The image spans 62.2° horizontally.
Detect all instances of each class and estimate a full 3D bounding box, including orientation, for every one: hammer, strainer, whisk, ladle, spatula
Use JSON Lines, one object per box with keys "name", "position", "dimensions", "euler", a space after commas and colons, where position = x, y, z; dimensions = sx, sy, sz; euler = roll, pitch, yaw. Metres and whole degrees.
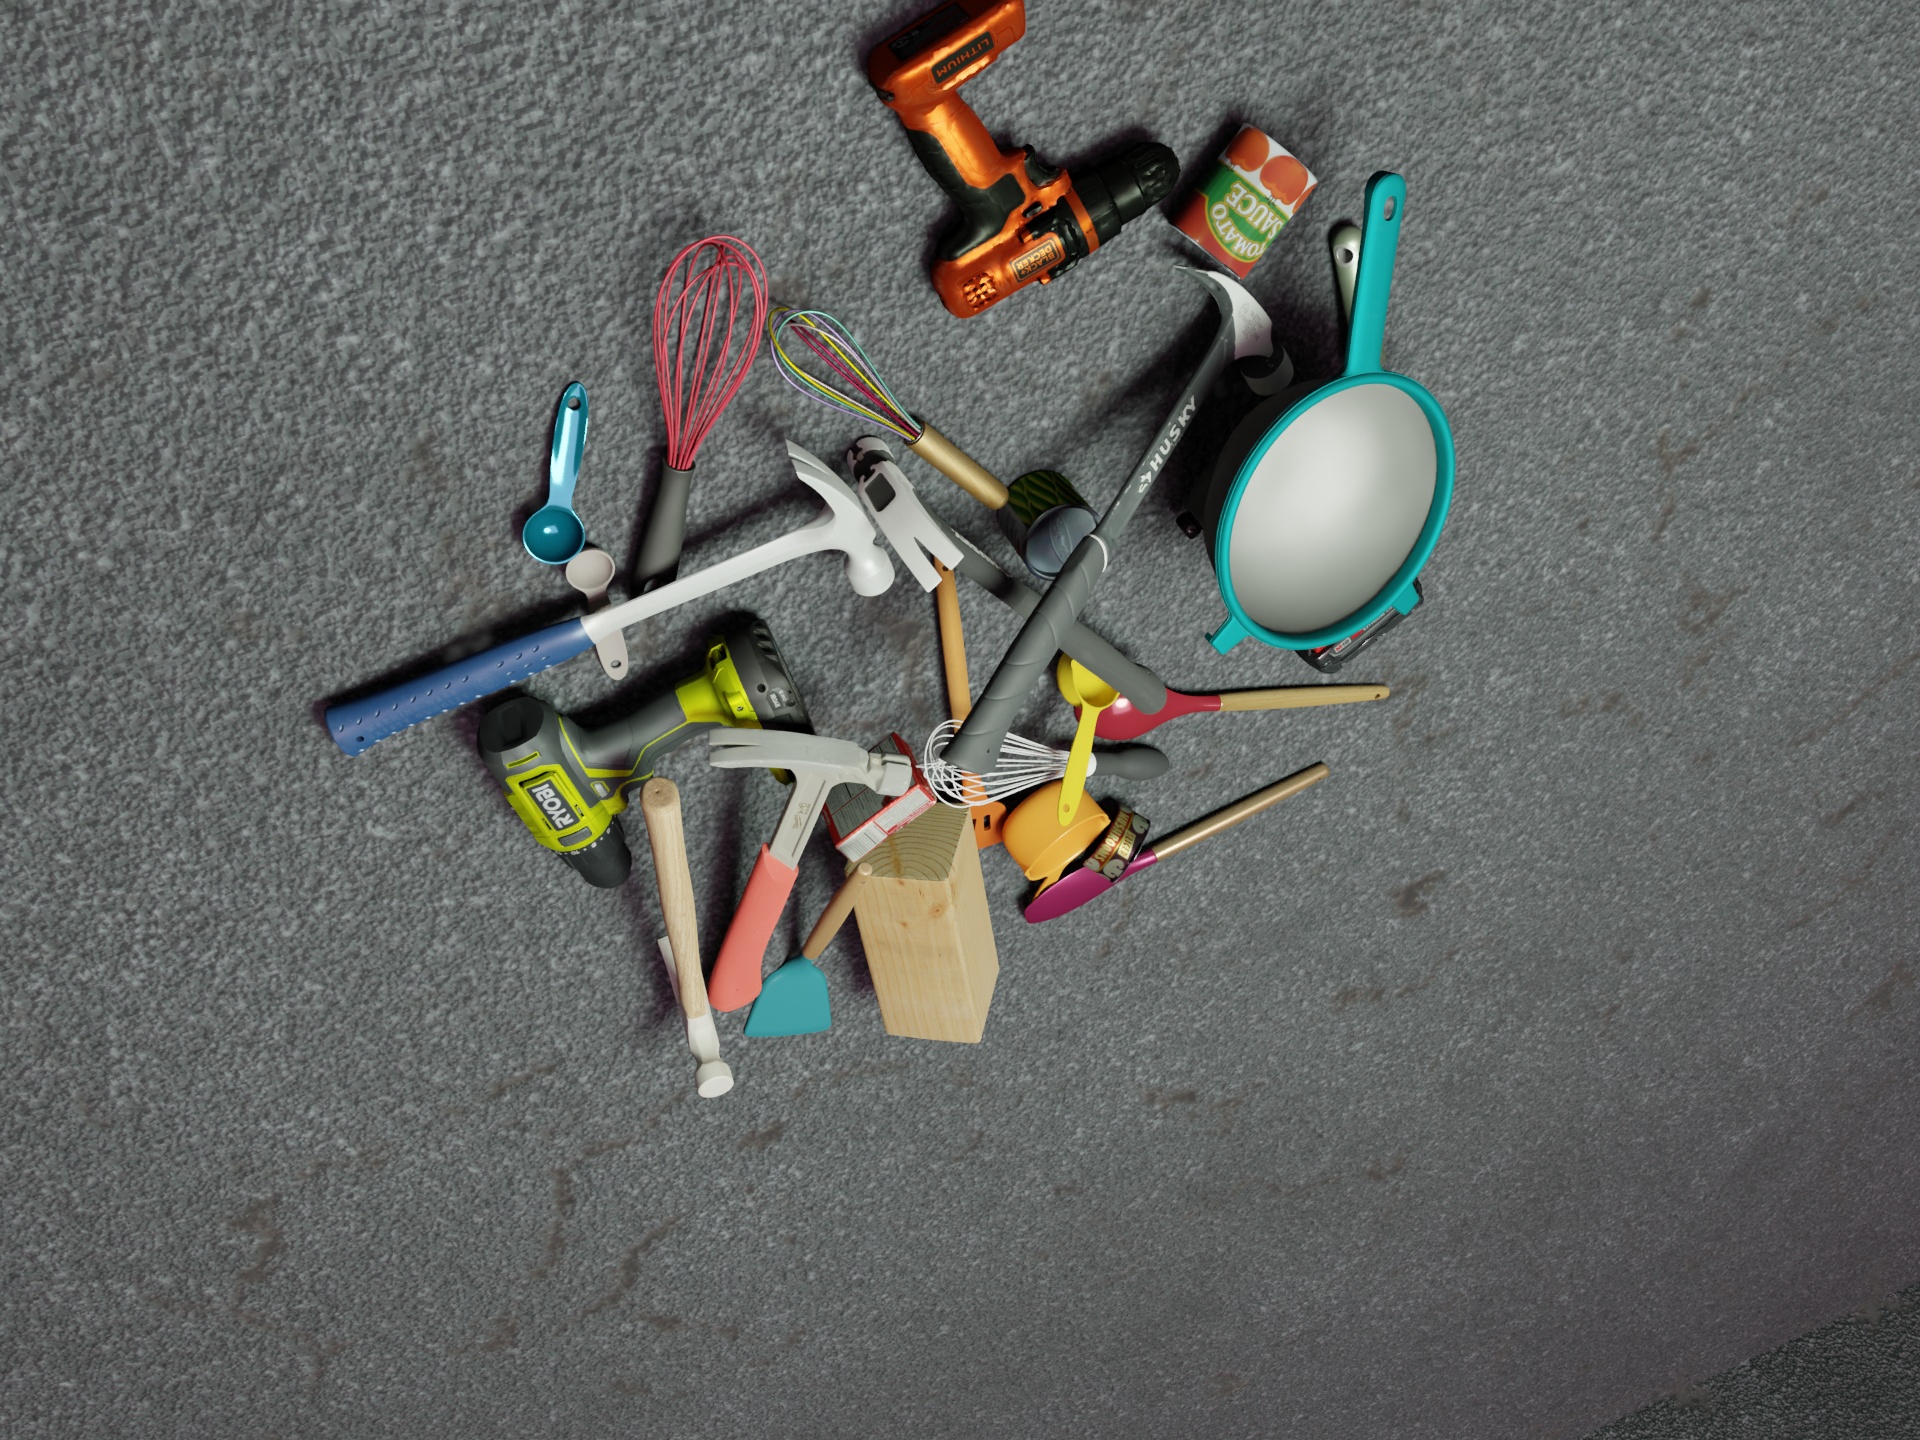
{"name": "hammer", "position": [-0.219, 0.159, 1.243], "dimensions": [0.031, 0.130, 0.331], "euler": [-14, 140, -15]}
{"name": "hammer", "position": [0.104, -0.137, 1.128], "dimensions": [0.409, 0.036, 0.149], "euler": [-58, 140, -9]}
{"name": "strainer", "position": [0.254, -0.221, 1.136], "dimensions": [0.211, 0.095, 0.340], "euler": [-12, 122, -25]}
{"name": "hammer", "position": [-0.161, 0.130, 1.265], "dimensions": [0.149, 0.037, 0.358], "euler": [7, 140, -18]}
{"name": "whisk", "position": [-0.046, -0.218, 1.123], "dimensions": [0.051, 0.047, 0.244], "euler": [-47, 133, 13]}
{"name": "ladle", "position": [0.248, -0.017, 1.407], "dimensions": [0.315, 0.031, 0.069], "euler": [-4, 127, -23]}
{"name": "spatula", "position": [-0.002, -0.004, 1.312], "dimensions": [0.081, 0.041, 0.322], "euler": [-15, 125, -12]}
{"name": "whisk", "position": [-0.187, -0.191, 1.073], "dimensions": [0.073, 0.073, 0.295], "euler": [2, 131, -24]}
{"name": "spatula", "position": [-0.118, 0.198, 1.354], "dimensions": [0.082, 0.044, 0.317], "euler": [0, 152, -20]}
{"name": "hammer", "position": [-0.253, -0.072, 1.114], "dimensions": [0.405, 0.035, 0.143], "euler": [-22, 143, 2]}
{"name": "whisk", "position": [0.320, -0.271, 1.237], "dimensions": [0.059, 0.058, 0.246], "euler": [-53, 136, -33]}
{"name": "hammer", "position": [0.052, -0.085, 1.197], "dimensions": [0.035, 0.146, 0.334], "euler": [-44, 132, 15]}
{"name": "whisk", "position": [0.078, 0.035, 1.330], "dimensions": [0.284, 0.070, 0.070], "euler": [1, 126, -42]}

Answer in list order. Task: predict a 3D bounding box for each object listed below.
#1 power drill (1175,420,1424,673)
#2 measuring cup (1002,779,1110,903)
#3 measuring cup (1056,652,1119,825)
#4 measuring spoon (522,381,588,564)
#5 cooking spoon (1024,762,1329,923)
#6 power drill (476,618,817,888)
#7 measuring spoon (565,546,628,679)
{"name": "power drill", "position": [0.273, -0.146, 1.289], "dimensions": [0.143, 0.079, 0.219], "euler": [-38, 127, 6]}
{"name": "measuring cup", "position": [0.072, 0.112, 1.417], "dimensions": [0.095, 0.052, 0.173], "euler": [-29, 160, -24]}
{"name": "measuring cup", "position": [0.093, 0.010, 1.304], "dimensions": [0.062, 0.029, 0.156], "euler": [21, 77, -36]}
{"name": "measuring spoon", "position": [-0.270, -0.169, 1.081], "dimensions": [0.042, 0.021, 0.128], "euler": [6, 113, -22]}
{"name": "cooking spoon", "position": [0.203, 0.114, 1.484], "dimensions": [0.319, 0.017, 0.068], "euler": [-26, 149, -6]}
{"name": "power drill", "position": [-0.225, 0.032, 1.208], "dimensions": [0.228, 0.080, 0.190], "euler": [-23, 137, -2]}
{"name": "measuring spoon", "position": [-0.261, -0.078, 1.154], "dimensions": [0.034, 0.018, 0.124], "euler": [-17, 136, -13]}
